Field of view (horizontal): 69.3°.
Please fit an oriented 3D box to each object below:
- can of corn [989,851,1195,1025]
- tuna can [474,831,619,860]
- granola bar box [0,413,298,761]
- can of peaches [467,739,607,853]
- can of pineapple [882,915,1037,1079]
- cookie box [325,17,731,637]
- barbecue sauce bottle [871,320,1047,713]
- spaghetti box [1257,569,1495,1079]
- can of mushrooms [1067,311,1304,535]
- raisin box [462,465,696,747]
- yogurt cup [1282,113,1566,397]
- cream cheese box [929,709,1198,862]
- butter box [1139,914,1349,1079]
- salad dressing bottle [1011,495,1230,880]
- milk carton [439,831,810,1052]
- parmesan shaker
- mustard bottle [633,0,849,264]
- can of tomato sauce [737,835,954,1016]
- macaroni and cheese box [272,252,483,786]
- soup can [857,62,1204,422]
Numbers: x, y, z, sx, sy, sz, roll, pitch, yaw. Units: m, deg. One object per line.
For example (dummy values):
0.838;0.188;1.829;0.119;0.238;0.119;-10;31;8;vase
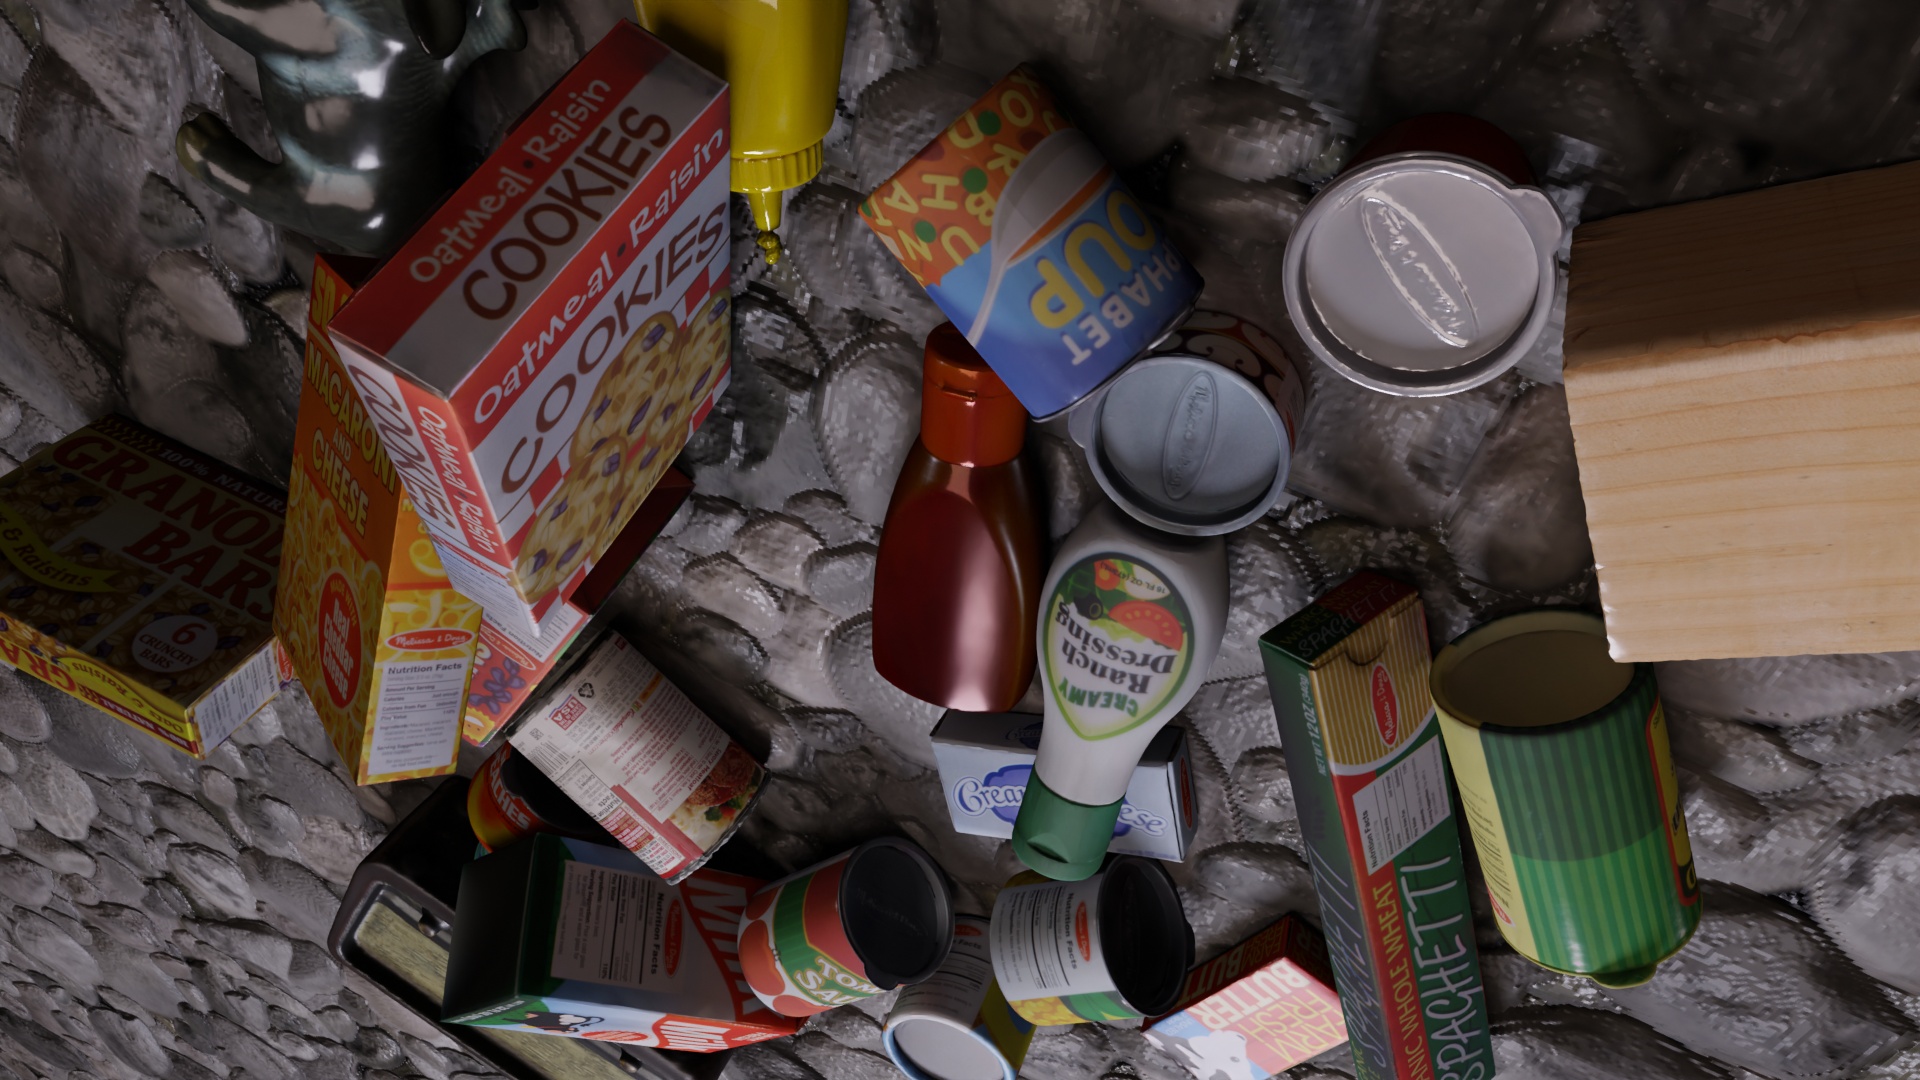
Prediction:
0.056;0.169;0.588;0.058;0.071;0.071;-20;113;36;can of corn
-0.213;0.164;0.709;0.071;0.071;0.032;40;132;-6;tuna can
-0.373;0.015;0.639;0.166;0.125;0.038;24;131;8;granola bar box
-0.198;0.119;0.669;0.071;0.071;0.057;44;132;-9;can of peaches
0.004;0.223;0.656;0.071;0.058;0.070;13;129;17;can of pineapple
-0.120;-0.056;0.429;0.040;0.123;0.166;29;155;5;cookie box
0.002;-0.006;0.497;0.065;0.044;0.147;16;129;14;barbecue sauce bottle
0.158;0.126;0.511;0.029;0.050;0.249;33;147;55;spaghetti box
0.073;-0.038;0.445;0.071;0.034;0.070;13;129;17;can of mushrooms
-0.168;0.022;0.571;0.040;0.086;0.123;39;132;-12;raisin box
0.125;-0.080;0.374;0.072;0.054;0.072;13;129;17;yogurt cup
0.042;0.099;0.568;0.104;0.024;0.053;2;123;24;cream cheese box
0.129;0.204;0.604;0.053;0.024;0.103;37;132;-4;butter box
0.052;0.056;0.499;0.064;0.044;0.147;22;119;16;salad dressing bottle
-0.141;0.201;0.671;0.190;0.074;0.072;24;142;-37;milk carton
0.197;0.082;0.449;0.071;0.072;0.102;-8;120;30;parmesan shaker
-0.065;-0.157;0.412;0.065;0.049;0.159;12;130;15;mustard bottle
-0.055;0.183;0.647;0.082;0.071;0.071;-32;107;39;can of tomato sauce
-0.220;-0.011;0.533;0.124;0.040;0.165;36;117;42;macaroni and cheese box
0.022;-0.088;0.409;0.071;0.072;0.083;-31;107;39;soup can
